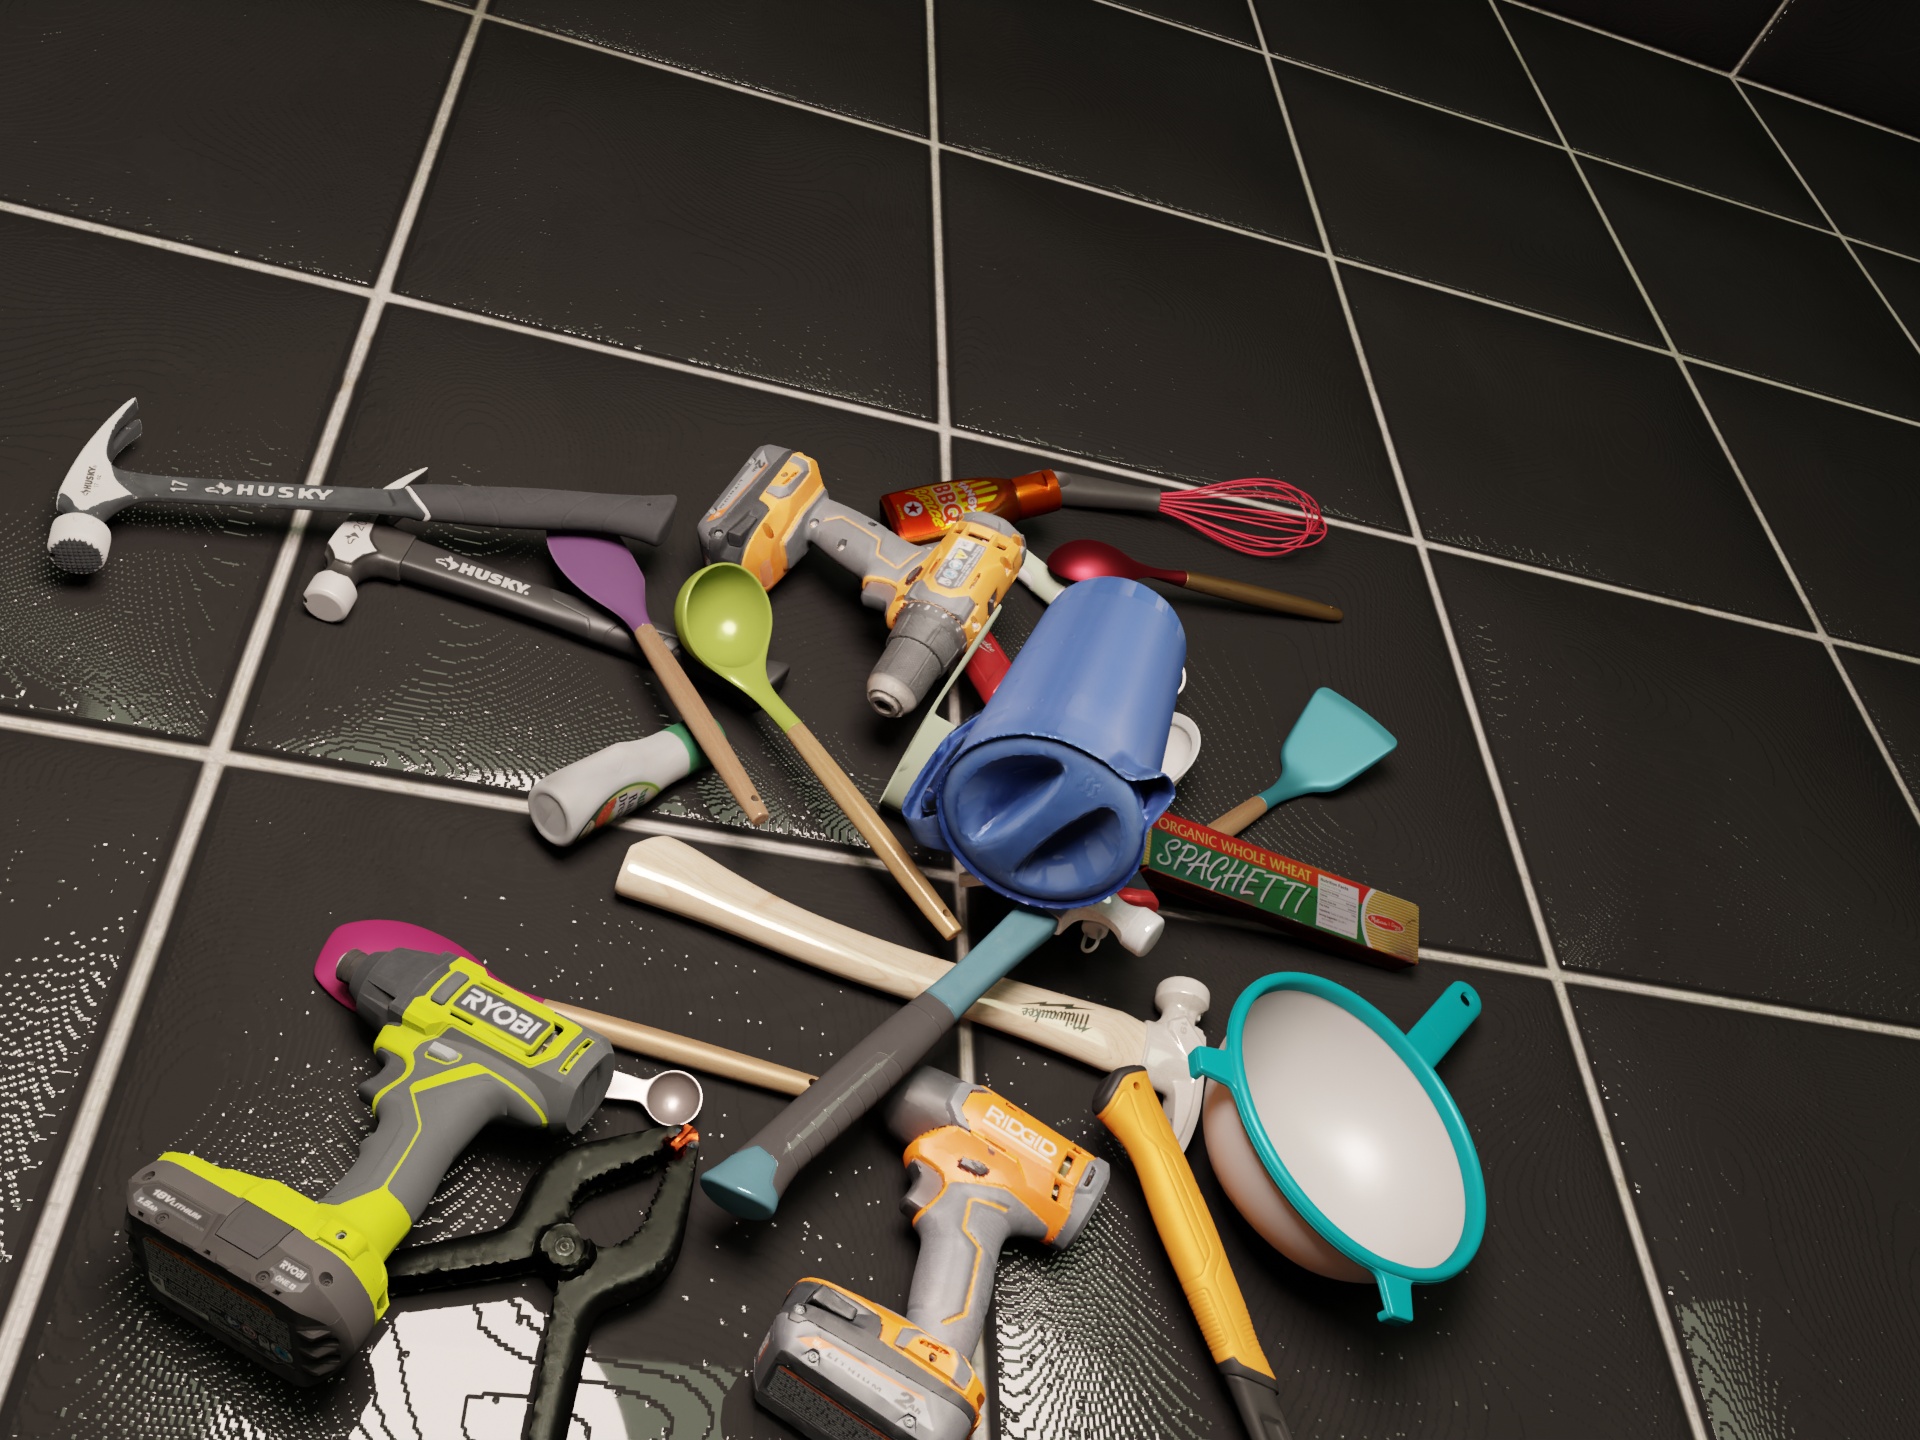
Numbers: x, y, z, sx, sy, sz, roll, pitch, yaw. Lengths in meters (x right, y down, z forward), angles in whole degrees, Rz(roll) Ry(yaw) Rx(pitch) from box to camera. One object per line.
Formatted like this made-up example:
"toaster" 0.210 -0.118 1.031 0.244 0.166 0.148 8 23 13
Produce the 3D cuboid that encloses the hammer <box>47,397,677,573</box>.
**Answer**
"hammer" -0.407 -0.158 1.130 0.408 0.036 0.149 1 49 -17

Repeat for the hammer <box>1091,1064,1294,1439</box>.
"hammer" 0.167 0.363 0.946 0.127 0.034 0.337 -9 63 -29

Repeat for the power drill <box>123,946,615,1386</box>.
"power drill" -0.316 0.217 0.842 0.171 0.080 0.223 24 39 13

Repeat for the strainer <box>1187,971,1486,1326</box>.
"strainer" 0.265 0.262 1.076 0.211 0.095 0.340 52 35 13

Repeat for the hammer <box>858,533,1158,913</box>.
"hammer" 0.058 -0.005 1.193 0.143 0.038 0.387 -14 50 -20

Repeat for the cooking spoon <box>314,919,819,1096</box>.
"cooking spoon" -0.230 0.184 0.969 0.319 0.017 0.069 18 47 -7

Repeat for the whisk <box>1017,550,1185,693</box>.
"whisk" 0.090 -0.099 1.335 0.246 0.057 0.059 41 57 20

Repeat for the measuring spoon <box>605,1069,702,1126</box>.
"measuring spoon" -0.216 0.219 0.951 0.124 0.018 0.034 13 56 -3

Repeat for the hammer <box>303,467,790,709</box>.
"hammer" -0.287 -0.083 1.165 0.334 0.035 0.146 19 47 -7

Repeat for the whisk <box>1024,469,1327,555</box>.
"whisk" 0.199 -0.199 1.463 0.295 0.073 0.073 6 49 -10

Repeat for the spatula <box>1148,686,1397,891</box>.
"spatula" 0.221 0.068 1.247 0.317 0.044 0.082 -29 59 -37

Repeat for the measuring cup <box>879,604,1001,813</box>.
"measuring cup" -0.002 -0.004 1.144 0.038 0.167 0.083 31 4 -3

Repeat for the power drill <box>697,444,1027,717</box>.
"power drill" -0.086 -0.104 1.202 0.226 0.084 0.185 21 57 15

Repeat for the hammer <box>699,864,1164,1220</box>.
"hammer" -0.021 0.183 0.965 0.128 0.033 0.331 33 50 25

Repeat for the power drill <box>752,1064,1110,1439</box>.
"power drill" -0.026 0.301 0.915 0.164 0.084 0.226 31 42 8

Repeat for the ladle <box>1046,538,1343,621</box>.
"ladle" 0.214 -0.117 1.389 0.315 0.031 0.069 9 28 -29

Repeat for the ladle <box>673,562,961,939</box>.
"ladle" -0.095 0.018 1.098 0.078 0.062 0.320 -21 63 -43

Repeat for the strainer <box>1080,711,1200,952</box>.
"strainer" 0.128 0.077 1.192 0.050 0.087 0.259 60 37 -31

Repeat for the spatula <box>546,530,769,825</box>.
"spatula" -0.214 -0.045 1.119 0.059 0.018 0.316 -13 54 -36

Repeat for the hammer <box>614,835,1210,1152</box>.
"hammer" -0.032 0.176 1.050 0.410 0.038 0.146 20 48 -5
